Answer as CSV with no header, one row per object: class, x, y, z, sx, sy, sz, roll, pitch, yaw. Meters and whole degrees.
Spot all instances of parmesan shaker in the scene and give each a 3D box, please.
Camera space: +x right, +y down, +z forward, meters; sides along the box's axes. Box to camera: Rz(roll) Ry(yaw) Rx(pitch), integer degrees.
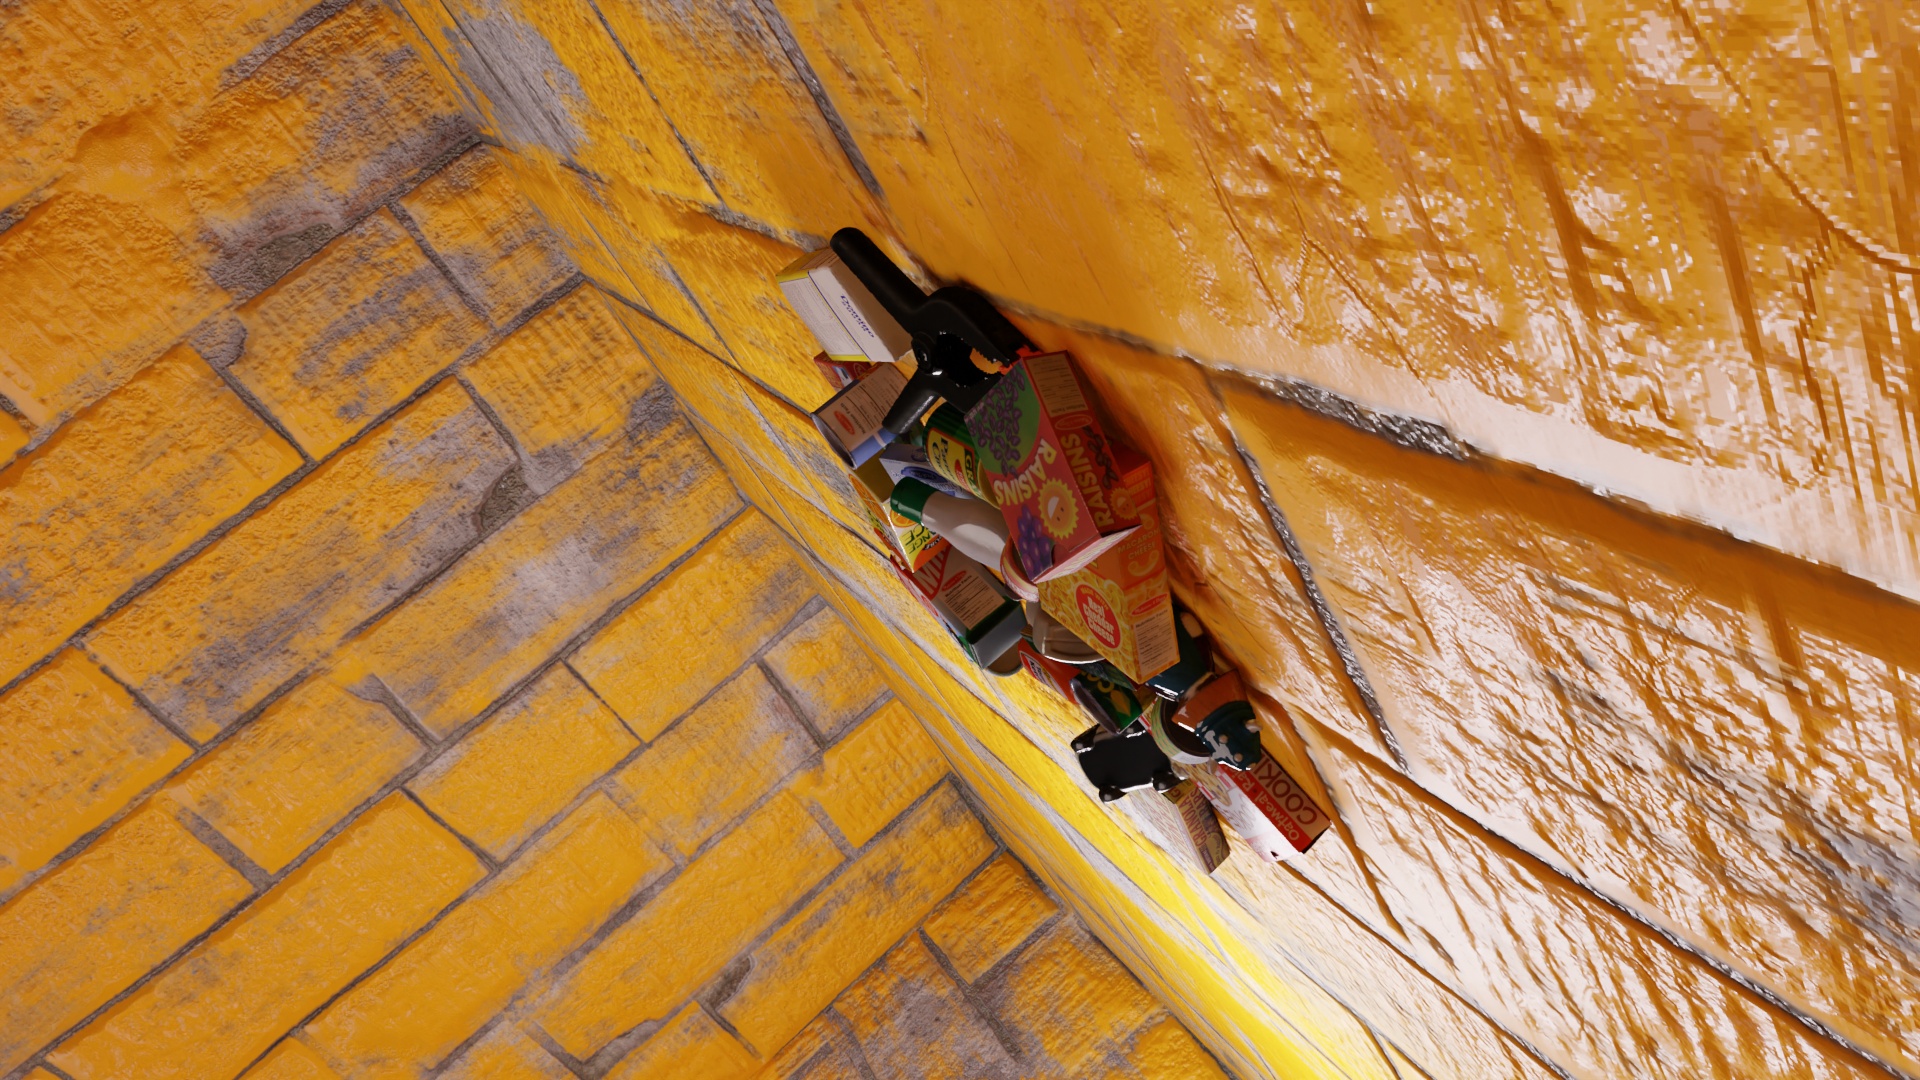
parmesan shaker,0.021,-0.065,1.058,0.071,0.071,0.103,57,168,-29

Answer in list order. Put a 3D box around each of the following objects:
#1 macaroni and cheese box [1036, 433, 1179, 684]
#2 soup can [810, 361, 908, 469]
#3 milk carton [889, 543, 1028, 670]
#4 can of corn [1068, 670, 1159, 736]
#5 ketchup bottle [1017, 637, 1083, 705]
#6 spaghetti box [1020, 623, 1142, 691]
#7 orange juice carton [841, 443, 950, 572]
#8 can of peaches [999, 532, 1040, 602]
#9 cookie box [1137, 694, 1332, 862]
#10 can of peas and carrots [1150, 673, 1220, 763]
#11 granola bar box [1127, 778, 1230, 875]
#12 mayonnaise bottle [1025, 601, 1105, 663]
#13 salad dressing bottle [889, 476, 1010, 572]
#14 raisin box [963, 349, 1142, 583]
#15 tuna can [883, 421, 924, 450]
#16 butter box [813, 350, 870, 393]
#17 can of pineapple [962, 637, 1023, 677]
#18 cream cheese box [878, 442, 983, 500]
macaroni and cheese box,0.091,0.001,0.961,0.124,0.040,0.165,37,148,50
soup can,-0.085,-0.116,1.279,0.071,0.084,0.071,48,169,13
milk carton,-0.014,0.048,1.566,0.191,0.073,0.072,45,168,28
can of corn,0.140,0.131,1.255,0.071,0.058,0.071,48,169,13
ketchup bottle,0.115,0.140,1.433,0.064,0.043,0.149,57,167,-26
spaghetti box,0.117,0.090,1.236,0.028,0.050,0.250,51,169,-13
orange juice carton,-0.055,-0.034,1.461,0.073,0.072,0.192,45,168,29
can of peaches,0.066,0.015,1.135,0.071,0.071,0.058,49,168,8
cookie box,0.225,0.192,1.164,0.167,0.040,0.122,48,169,12
can of peas and carrots,0.184,0.136,1.082,0.071,0.071,0.058,48,169,11
granola bar box,0.215,0.268,1.465,0.124,0.039,0.165,40,166,42
mayonnaise bottle,0.086,0.060,1.195,0.148,0.065,0.041,-112,27,-71
salad dressing bottle,0.004,-0.016,1.247,0.148,0.044,0.064,25,146,27
raisin box,0.056,-0.045,0.877,0.085,0.040,0.123,-40,69,54
tuna can,-0.058,-0.102,1.348,0.071,0.033,0.071,49,169,13
butter box,-0.110,-0.163,1.379,0.053,0.024,0.103,54,169,-23
can of pineapple,0.043,0.121,1.607,0.071,0.071,0.058,54,168,-17
cream cheese box,-0.023,-0.060,1.287,0.104,0.024,0.053,11,144,42
